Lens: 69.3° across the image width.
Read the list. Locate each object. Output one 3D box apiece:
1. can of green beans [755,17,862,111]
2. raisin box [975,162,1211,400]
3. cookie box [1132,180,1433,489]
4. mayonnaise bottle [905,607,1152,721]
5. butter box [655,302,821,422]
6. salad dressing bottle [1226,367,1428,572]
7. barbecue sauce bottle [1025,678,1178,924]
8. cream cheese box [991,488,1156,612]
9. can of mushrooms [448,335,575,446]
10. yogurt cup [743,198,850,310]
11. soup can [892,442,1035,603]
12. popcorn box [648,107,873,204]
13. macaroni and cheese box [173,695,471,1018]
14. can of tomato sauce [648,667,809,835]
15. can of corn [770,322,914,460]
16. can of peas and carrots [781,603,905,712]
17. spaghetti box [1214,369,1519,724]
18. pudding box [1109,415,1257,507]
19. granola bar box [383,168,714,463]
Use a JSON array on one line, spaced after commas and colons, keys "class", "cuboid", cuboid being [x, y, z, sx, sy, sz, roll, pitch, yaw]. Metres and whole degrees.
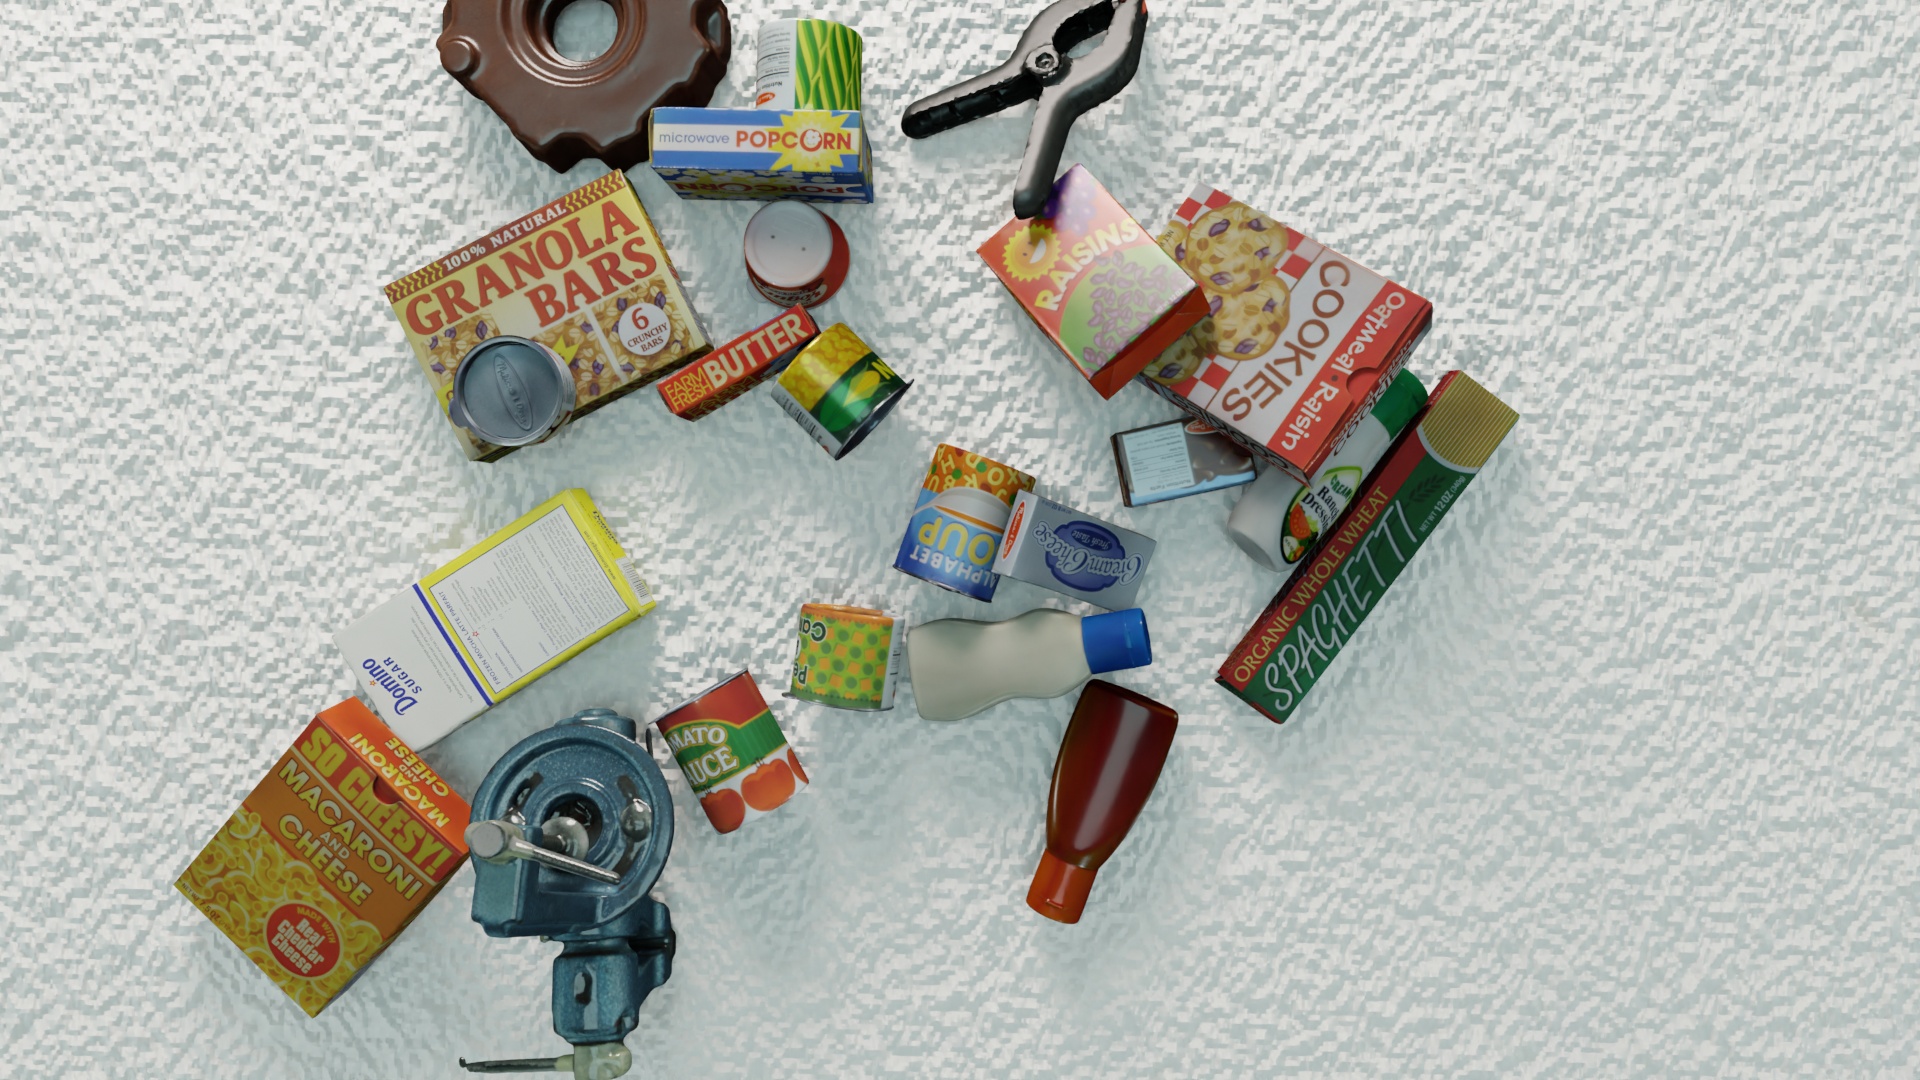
[{"class": "can of green beans", "cuboid": [-0.094, -0.285, 0.862, 0.071, 0.071, 0.058, 2, 91, 0]}, {"class": "raisin box", "cuboid": [0.079, -0.159, 0.847, 0.086, 0.040, 0.124, -41, 62, 8]}, {"class": "cookie box", "cuboid": [0.178, -0.126, 0.840, 0.168, 0.040, 0.123, 37, 91, 27]}, {"class": "mayonnaise bottle", "cuboid": [0.043, 0.072, 0.864, 0.148, 0.041, 0.065, -10, 85, 11]}, {"class": "butter box", "cuboid": [-0.136, -0.110, 0.870, 0.103, 0.053, 0.024, -30, 89, 1]}, {"class": "salad dressing bottle", "cuboid": [0.231, -0.047, 0.869, 0.148, 0.044, 0.064, -47, 135, -6]}, {"class": "barbecue sauce bottle", "cuboid": [0.084, 0.166, 0.877, 0.065, 0.043, 0.148, 21, 91, 9]}, {"class": "cream cheese box", "cuboid": [0.071, 0.009, 0.859, 0.104, 0.024, 0.053, 19, 92, -35]}, {"class": "can of mushrooms", "cuboid": [-0.272, -0.089, 0.842, 0.071, 0.033, 0.071, 0, 92, 0]}, {"class": "yogurt cup", "cuboid": [-0.105, -0.181, 0.869, 0.072, 0.054, 0.072, 0, 90, 0]}, {"class": "soup can", "cuboid": [0.003, -0.011, 0.861, 0.071, 0.071, 0.083, 20, 91, 0]}, {"class": "popcorn box", "cuboid": [-0.119, -0.235, 0.853, 0.127, 0.085, 0.038, 2, 90, 1]}, {"class": "macaroni and cheese box", "cuboid": [-0.390, 0.198, 0.862, 0.124, 0.040, 0.166, 44, 106, -1]}, {"class": "can of tomato sauce", "cuboid": [-0.143, 0.132, 0.865, 0.071, 0.071, 0.083, -29, 91, 1]}, {"class": "can of corn", "cuboid": [-0.074, -0.095, 0.864, 0.058, 0.071, 0.071, 44, 91, 0]}, {"class": "can of peas and carrots", "cuboid": [-0.073, 0.072, 0.865, 0.071, 0.071, 0.058, 8, 90, 0]}, {"class": "spaghetti box", "cuboid": [0.257, 0.005, 0.881, 0.050, 0.028, 0.250, 37, 91, 1]}, {"class": "pudding box", "cuboid": [0.141, -0.052, 0.881, 0.084, 0.030, 0.049, -13, 90, 0]}, {"class": "granola bar box", "cuboid": [-0.258, -0.140, 0.878, 0.165, 0.039, 0.124, -26, 91, 1]}]
